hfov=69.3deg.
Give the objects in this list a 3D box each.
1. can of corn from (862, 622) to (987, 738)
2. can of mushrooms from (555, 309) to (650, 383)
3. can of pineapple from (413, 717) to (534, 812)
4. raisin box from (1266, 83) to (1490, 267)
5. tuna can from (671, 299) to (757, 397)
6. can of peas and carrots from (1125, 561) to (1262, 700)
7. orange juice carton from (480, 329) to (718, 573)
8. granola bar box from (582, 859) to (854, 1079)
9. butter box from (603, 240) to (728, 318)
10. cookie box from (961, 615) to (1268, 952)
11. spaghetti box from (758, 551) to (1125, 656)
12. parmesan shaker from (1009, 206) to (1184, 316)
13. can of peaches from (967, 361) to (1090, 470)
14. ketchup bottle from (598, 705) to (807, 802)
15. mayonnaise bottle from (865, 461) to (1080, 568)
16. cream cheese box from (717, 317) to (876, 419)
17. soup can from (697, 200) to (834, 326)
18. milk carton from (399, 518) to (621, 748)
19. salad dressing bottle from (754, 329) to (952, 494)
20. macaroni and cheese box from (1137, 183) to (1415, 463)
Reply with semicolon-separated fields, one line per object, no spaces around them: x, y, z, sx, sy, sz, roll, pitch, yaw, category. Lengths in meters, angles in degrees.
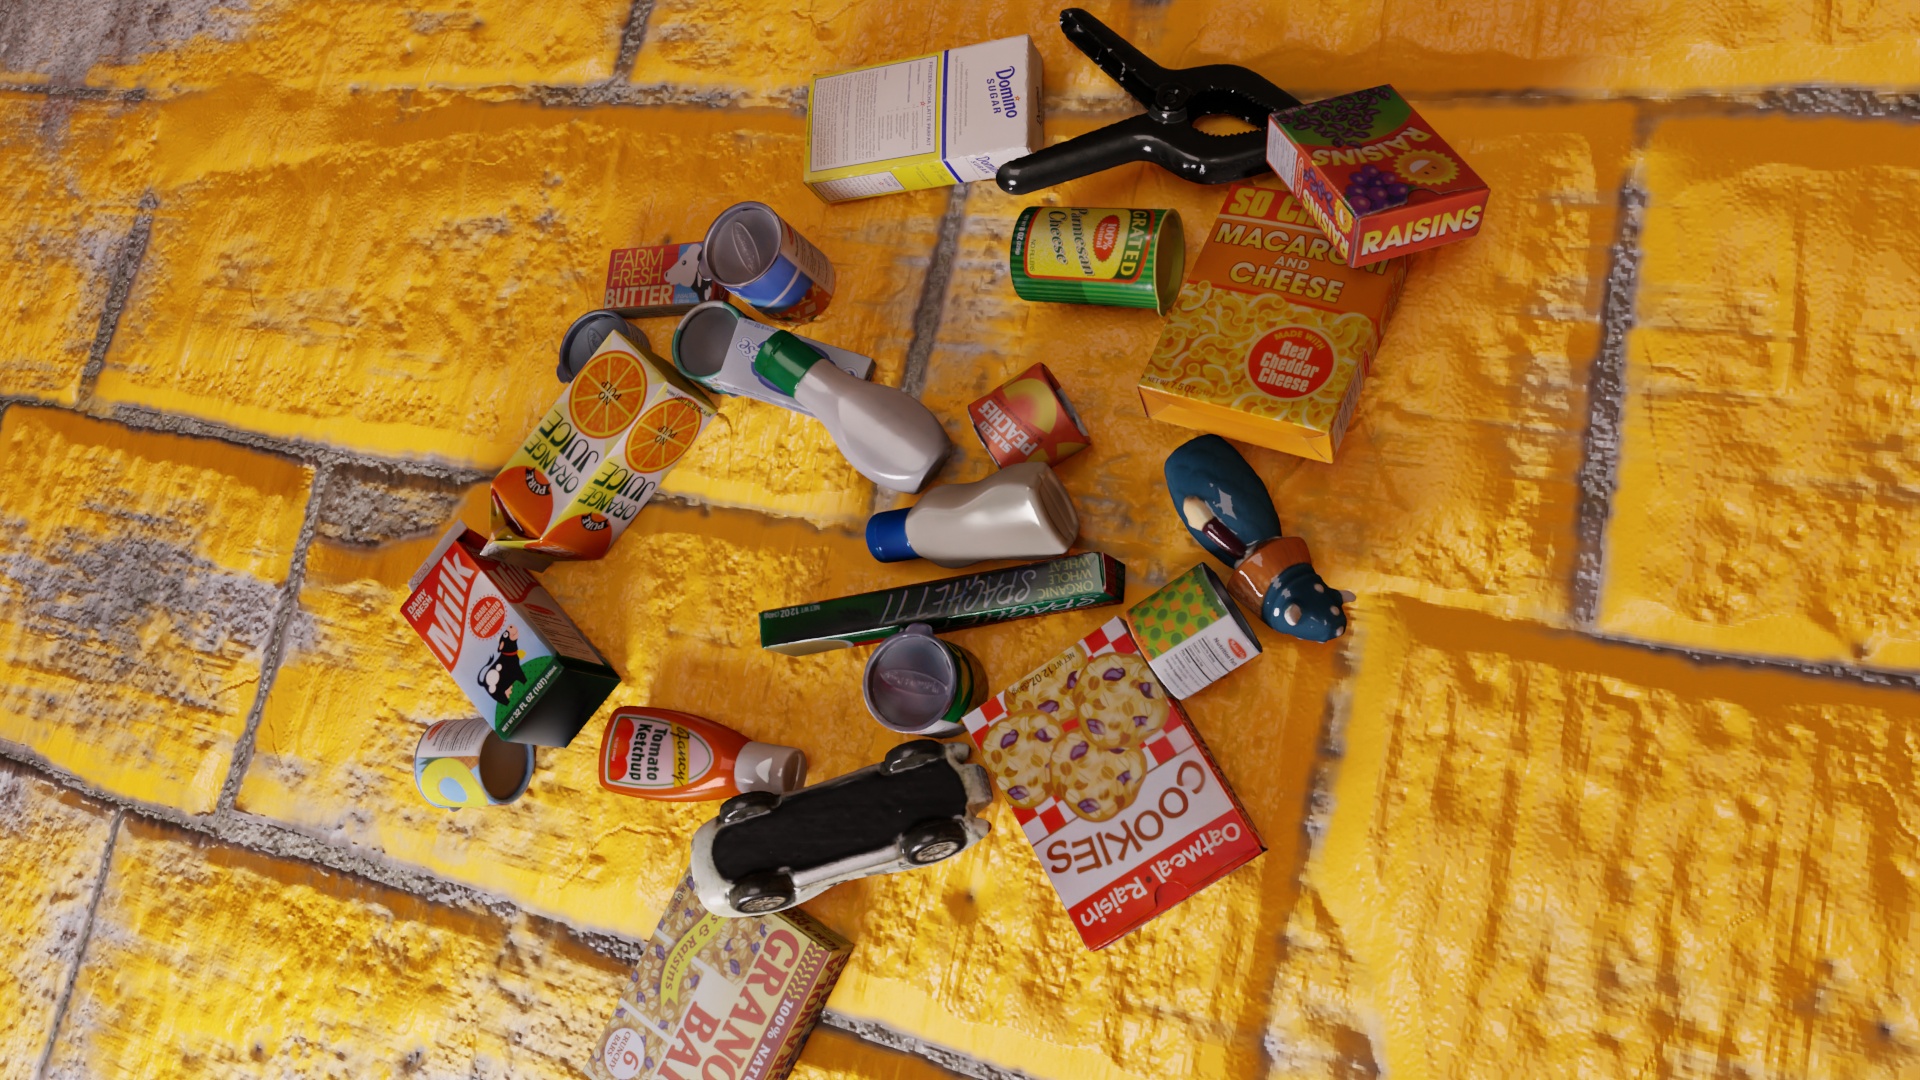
-0.022;0.093;0.915;0.071;0.058;0.071;-5;75;21;can of corn
-0.281;-0.144;1.095;0.071;0.033;0.071;-5;76;21;can of mushrooms
-0.360;0.166;1.033;0.058;0.071;0.071;-5;75;21;can of pineapple
0.254;-0.227;0.857;0.086;0.039;0.124;-15;49;-8;raisin box
-0.183;-0.145;1.055;0.071;0.033;0.071;-6;75;21;tuna can
0.142;0.054;0.855;0.058;0.071;0.071;-34;67;12;can of peas and carrots
-0.281;-0.055;1.051;0.073;0.071;0.192;41;94;26;orange juice carton
-0.163;0.314;0.929;0.124;0.039;0.165;26;88;25;granola bar box
-0.231;-0.205;1.094;0.103;0.024;0.053;0;78;22;butter box
0.093;0.150;0.864;0.123;0.040;0.168;-34;67;11;cookie box
-0.015;0.044;0.929;0.250;0.050;0.029;-11;75;19;spaghetti box
0.091;-0.188;0.935;0.103;0.071;0.071;7;80;24;parmesan shaker
0.046;-0.077;0.924;0.058;0.071;0.071;-30;68;12;can of peaches
-0.180;0.154;0.973;0.149;0.043;0.065;4;78;22;ketchup bottle
0.003;-0.012;0.922;0.148;0.064;0.041;-9;33;37;mayonnaise bottle
-0.119;-0.121;1.010;0.104;0.024;0.053;18;85;5;cream cheese box
-0.142;-0.201;1.024;0.071;0.083;0.071;-6;75;21;soup can
-0.350;0.066;1.048;0.191;0.073;0.072;43;96;25;milk carton
-0.076;-0.092;0.969;0.148;0.044;0.064;37;81;8;salad dressing bottle
0.201;-0.141;0.871;0.124;0.040;0.167;17;69;25;macaroni and cheese box
